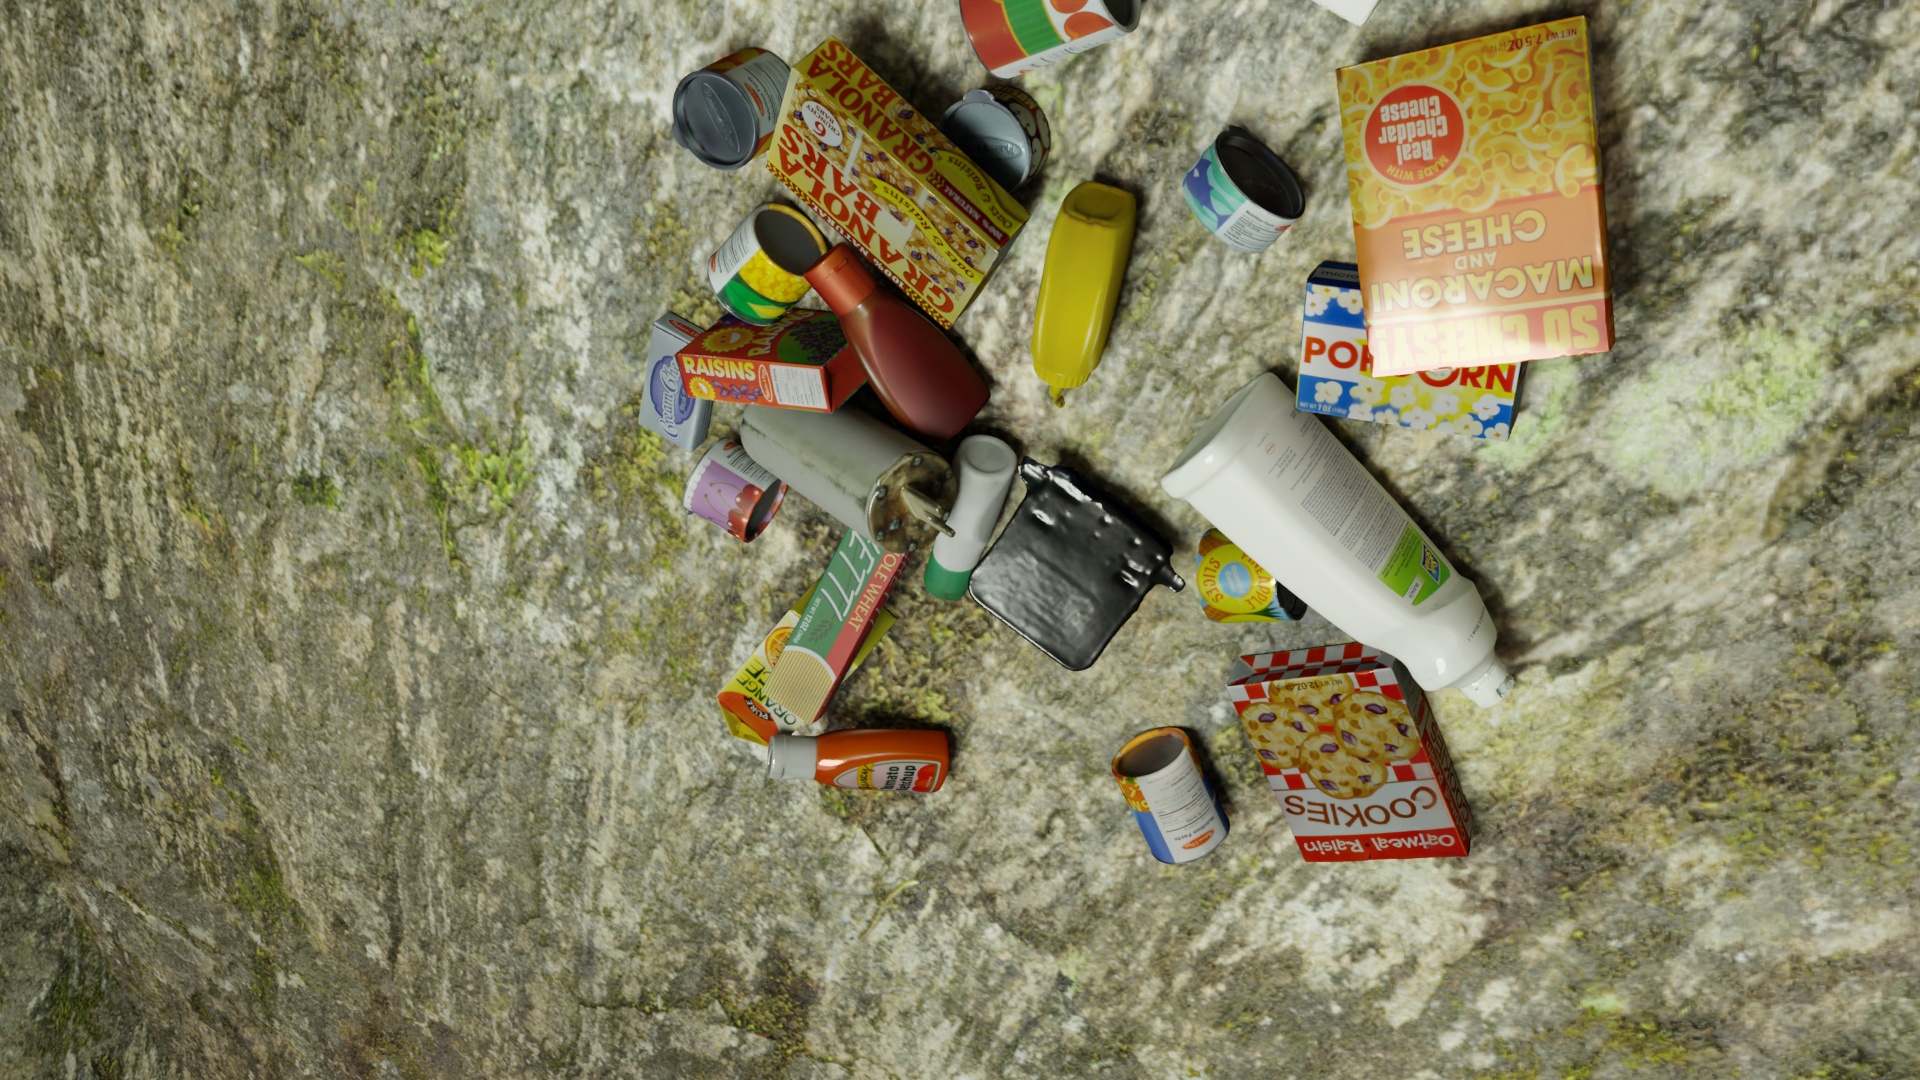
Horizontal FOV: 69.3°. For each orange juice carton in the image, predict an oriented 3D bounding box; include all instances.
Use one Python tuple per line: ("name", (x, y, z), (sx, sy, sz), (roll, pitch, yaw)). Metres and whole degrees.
("orange juice carton", (-0.142, 0.111, 1.183), (0.073, 0.072, 0.191), (42, 132, -2))

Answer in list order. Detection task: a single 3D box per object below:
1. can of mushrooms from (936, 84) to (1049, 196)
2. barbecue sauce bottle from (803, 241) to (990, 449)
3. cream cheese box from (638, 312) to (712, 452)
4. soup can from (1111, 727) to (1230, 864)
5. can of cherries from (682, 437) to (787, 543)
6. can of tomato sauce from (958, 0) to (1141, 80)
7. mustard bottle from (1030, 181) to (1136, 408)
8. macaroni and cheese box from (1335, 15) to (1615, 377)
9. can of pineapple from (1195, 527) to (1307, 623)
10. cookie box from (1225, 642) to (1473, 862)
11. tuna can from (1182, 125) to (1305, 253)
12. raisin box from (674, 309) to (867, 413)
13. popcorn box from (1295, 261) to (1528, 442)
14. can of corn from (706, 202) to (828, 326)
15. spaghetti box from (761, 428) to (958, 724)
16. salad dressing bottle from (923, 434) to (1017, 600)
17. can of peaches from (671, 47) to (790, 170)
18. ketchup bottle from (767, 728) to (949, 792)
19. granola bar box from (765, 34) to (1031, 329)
("can of mushrooms", (0.020, -0.250, 0.866), (0.071, 0.034, 0.070), (16, 128, 21))
("barbecue sauce bottle", (-0.046, -0.136, 0.954), (0.148, 0.065, 0.043), (50, 165, -17))
("cream cheese box", (-0.222, -0.123, 1.099), (0.053, 0.024, 0.103), (29, 131, 10))
("soup can", (0.161, 0.196, 1.074), (0.071, 0.072, 0.083), (-13, 113, 35))
("can of cherries", (-0.179, -0.038, 1.105), (0.058, 0.072, 0.071), (29, 131, 8))
("can of tomato sauce", (0.050, -0.308, 0.786), (0.083, 0.071, 0.071), (-9, 116, 33))
("mustard bottle", (0.073, -0.147, 0.888), (0.049, 0.066, 0.159), (21, 133, 11))
("macaroni and cheese box", (0.273, -0.177, 0.735), (0.123, 0.040, 0.166), (-3, 102, 30))
("can of pineapple", (0.196, 0.023, 0.930), (0.058, 0.071, 0.070), (-5, 119, 32))
("cookie box", (0.279, 0.155, 0.993), (0.122, 0.040, 0.167), (-12, 114, 35))
("tuna can", (0.161, -0.202, 0.798), (0.071, 0.071, 0.032), (42, 133, -3))
("raisin box", (-0.128, -0.132, 0.998), (0.123, 0.086, 0.040), (8, 127, 25))
("popcorn box", (0.266, -0.112, 0.817), (0.127, 0.038, 0.084), (12, 125, 23))
("can of corn", (-0.132, -0.193, 0.973), (0.071, 0.071, 0.058), (48, 131, -7))
("spaghetti box", (-0.075, 0.027, 1.056), (0.050, 0.029, 0.249), (32, 109, 8))
("salad dressing bottle", (0.004, -0.013, 1.024), (0.044, 0.064, 0.146), (25, 138, 6))
("can of peaches", (-0.149, -0.286, 0.922), (0.071, 0.058, 0.071), (15, 128, 20))
("ketchup bottle", (-0.087, 0.184, 1.174), (0.149, 0.044, 0.064), (4, 138, -13))
("granola bar box", (-0.043, -0.223, 0.886), (0.165, 0.039, 0.124), (42, 159, -2))
